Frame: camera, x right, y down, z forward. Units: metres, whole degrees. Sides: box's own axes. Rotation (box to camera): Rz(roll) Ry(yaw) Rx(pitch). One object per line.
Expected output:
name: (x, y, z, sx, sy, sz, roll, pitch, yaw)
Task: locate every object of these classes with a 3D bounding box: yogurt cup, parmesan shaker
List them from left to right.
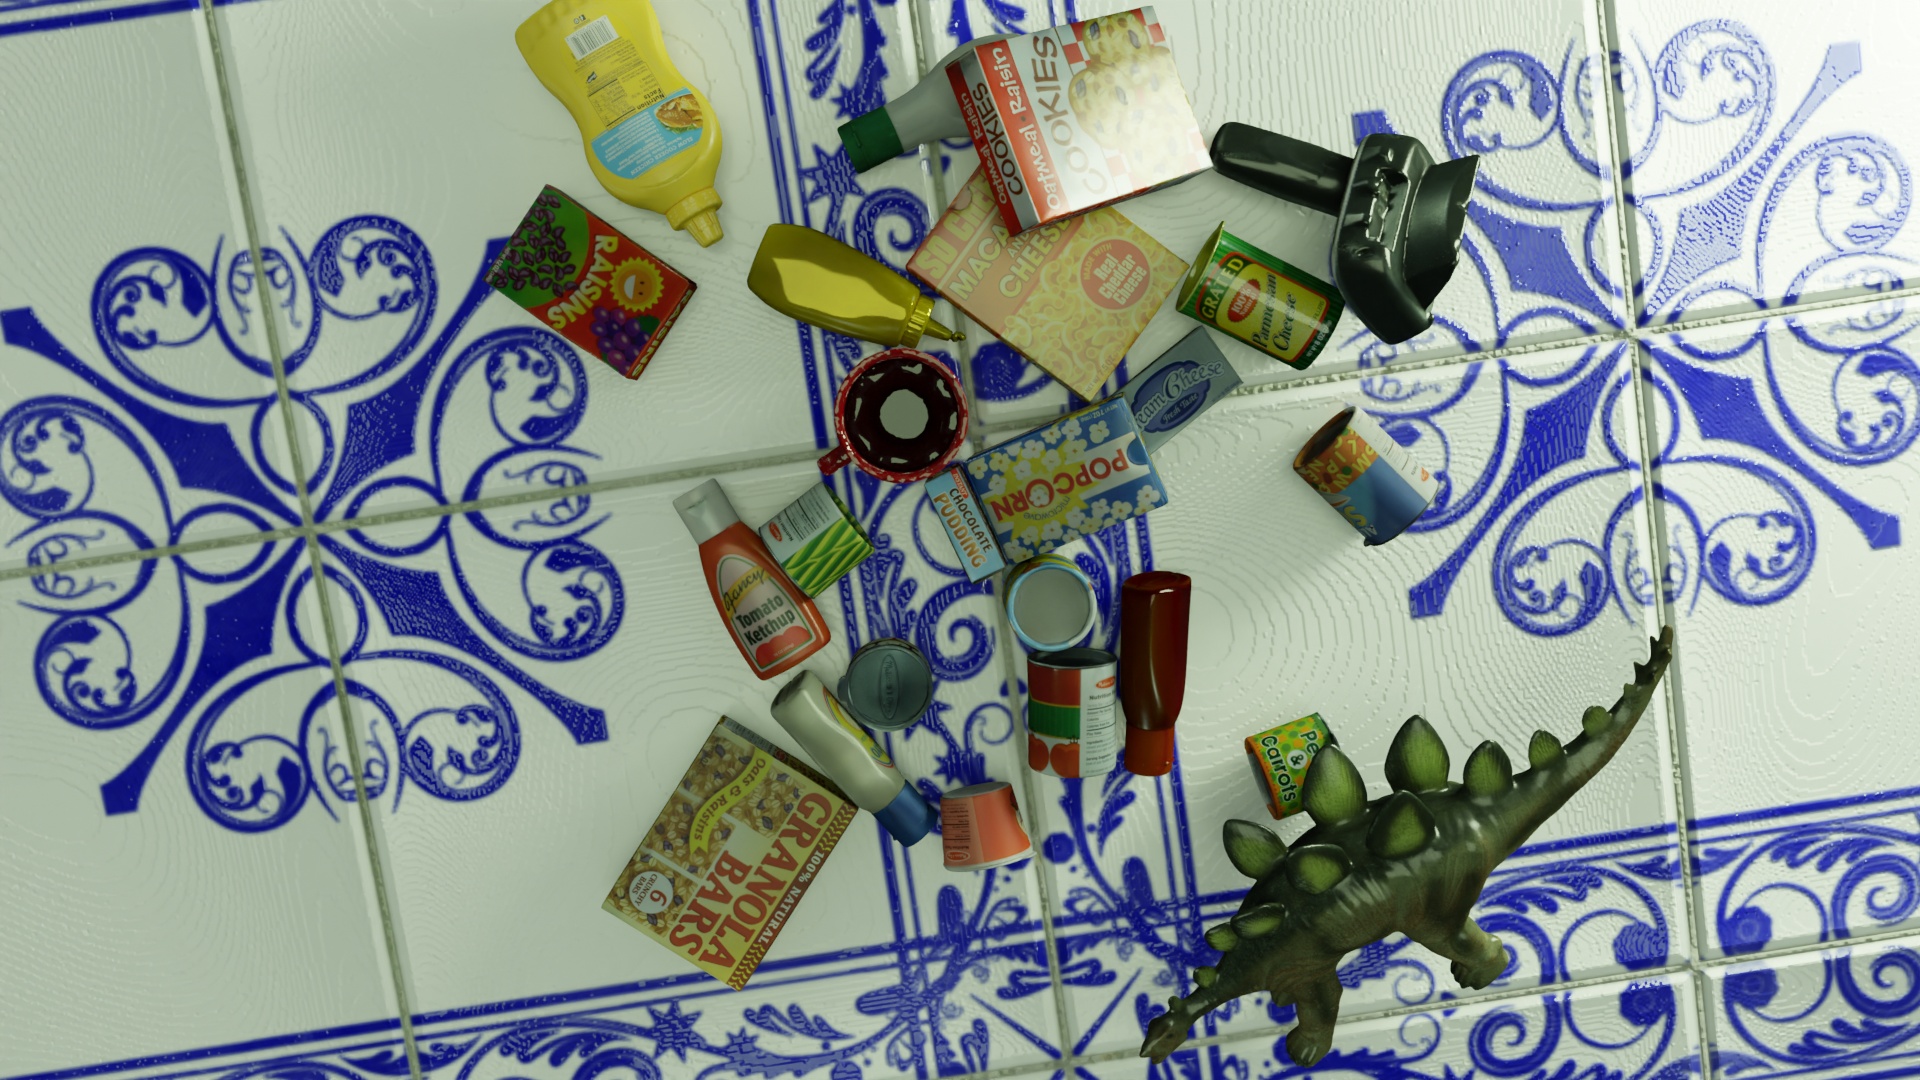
yogurt cup: (0.016, 0.212, 1.036, 0.072, 0.072, 0.054, -11, 88, 0)
parmesan shaker: (0.218, -0.176, 1.001, 0.103, 0.071, 0.071, 25, 95, -4)

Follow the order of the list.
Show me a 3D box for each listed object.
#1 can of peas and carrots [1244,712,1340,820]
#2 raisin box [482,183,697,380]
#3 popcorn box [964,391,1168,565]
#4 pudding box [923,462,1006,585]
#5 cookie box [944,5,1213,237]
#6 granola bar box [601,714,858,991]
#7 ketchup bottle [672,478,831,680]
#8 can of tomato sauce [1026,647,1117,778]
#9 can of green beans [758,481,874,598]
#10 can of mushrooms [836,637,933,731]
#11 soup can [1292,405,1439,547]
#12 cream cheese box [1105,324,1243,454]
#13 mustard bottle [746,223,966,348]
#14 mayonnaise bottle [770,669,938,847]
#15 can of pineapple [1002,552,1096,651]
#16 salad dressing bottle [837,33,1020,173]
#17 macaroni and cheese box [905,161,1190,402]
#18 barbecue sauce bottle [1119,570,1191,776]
can of peas and carrots: (0.250, 0.168, 1.033, 0.059, 0.071, 0.071, -20, 96, 1)
raisin box: (-0.266, -0.185, 1.002, 0.123, 0.040, 0.086, 34, 93, -3)
popcorn box: (0.077, -0.045, 1.010, 0.126, 0.038, 0.085, -22, 98, 14)
pudding box: (0.004, -0.013, 1.020, 0.030, 0.050, 0.083, -25, 95, 3)
cookie box: (0.084, -0.291, 0.962, 0.168, 0.040, 0.123, -25, 96, -31)
granola bar box: (-0.171, 0.234, 1.044, 0.124, 0.039, 0.165, 33, 94, -4)
ketchup bottle: (-0.158, 0.026, 1.023, 0.064, 0.043, 0.148, -30, 95, 6)
can of tomato sauce: (0.081, 0.126, 1.027, 0.071, 0.071, 0.083, -1, 98, -1)
can of green beans: (-0.104, -0.001, 1.010, 0.058, 0.071, 0.071, -37, 95, 2)
can of mushrooms: (-0.056, 0.107, 1.038, 0.071, 0.033, 0.071, 0, 96, -2)
soup can: (0.294, -0.046, 1.018, 0.084, 0.071, 0.071, 42, 93, -4)
cream cheese box: (0.152, -0.107, 1.028, 0.104, 0.024, 0.053, -38, 94, 2)
mustard bottle: (-0.071, -0.174, 1.003, 0.160, 0.049, 0.065, 23, 94, -4)
mayonnaise bottle: (-0.078, 0.163, 1.030, 0.041, 0.065, 0.148, -41, 99, 5)
can of pineapple: (0.063, 0.044, 1.023, 0.071, 0.058, 0.071, 0, 96, -1)
salad dressing bottle: (-0.015, -0.311, 0.995, 0.148, 0.044, 0.064, -25, 92, 2)
macaroni and cheese box: (0.062, -0.198, 1.009, 0.166, 0.040, 0.123, 36, 93, -5)
barbecue sauce bottle: (0.143, 0.100, 1.031, 0.043, 0.065, 0.148, 10, 106, 35)
